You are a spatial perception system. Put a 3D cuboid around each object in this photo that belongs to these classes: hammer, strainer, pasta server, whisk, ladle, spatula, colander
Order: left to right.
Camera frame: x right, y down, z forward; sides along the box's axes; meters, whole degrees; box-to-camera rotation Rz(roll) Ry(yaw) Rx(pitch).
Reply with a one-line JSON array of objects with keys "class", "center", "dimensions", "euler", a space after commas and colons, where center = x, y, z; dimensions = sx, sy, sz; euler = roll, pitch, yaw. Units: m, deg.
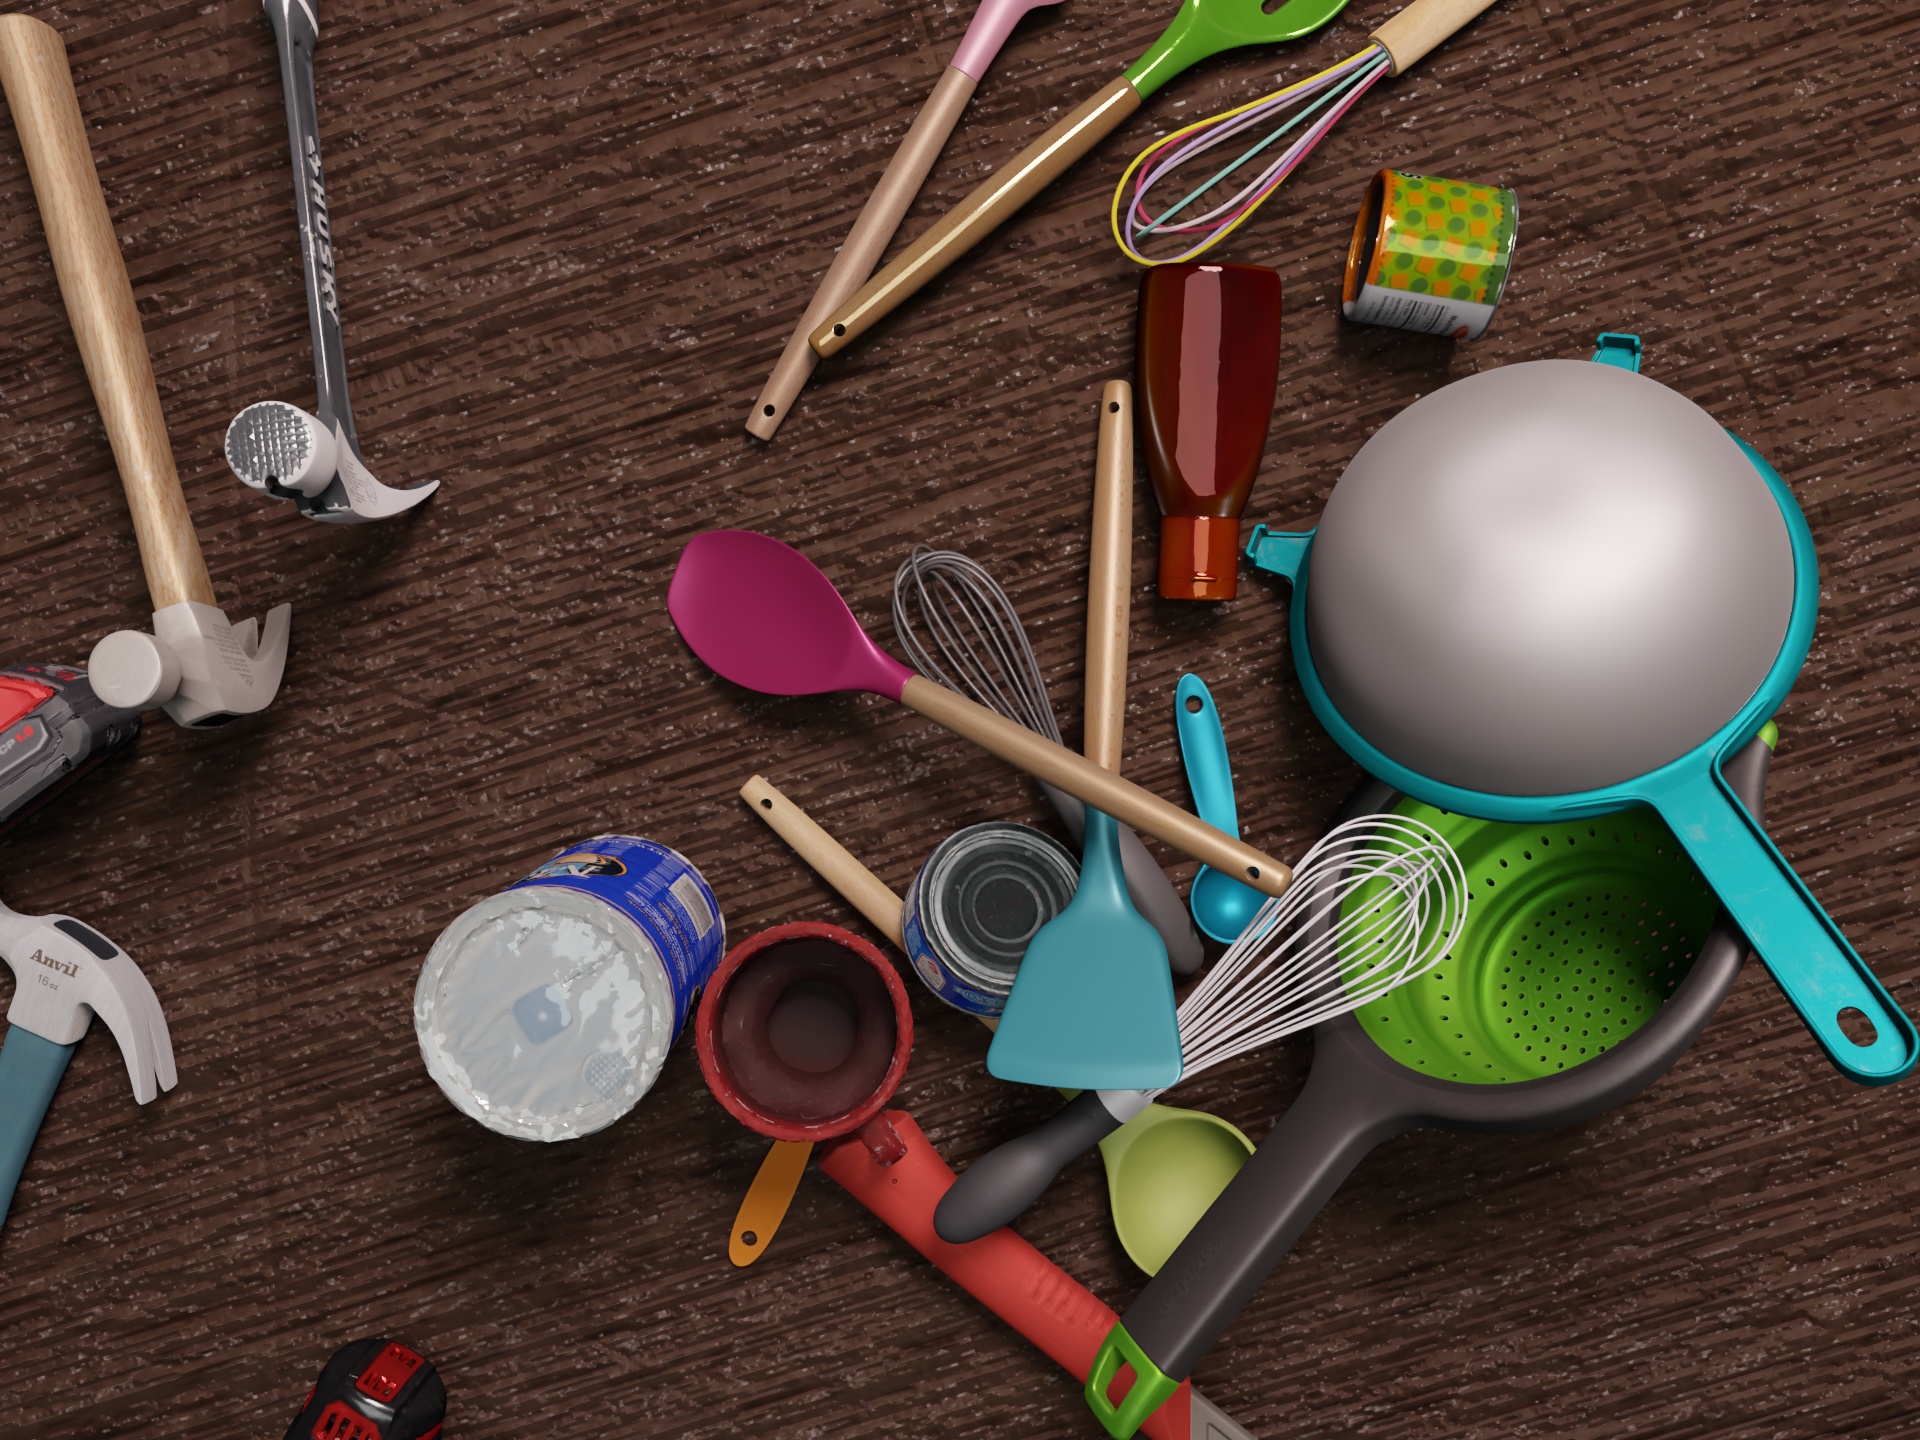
[{"class": "hammer", "center": [-0.481, 0.250, 0.765], "dimensions": [0.128, 0.033, 0.331], "euler": [23, 95, 0]}, {"class": "hammer", "center": [-0.369, -0.154, 0.701], "dimensions": [0.031, 0.130, 0.331], "euler": [-19, 83, 2]}, {"class": "hammer", "center": [-0.284, -0.283, 0.687], "dimensions": [0.036, 0.149, 0.409], "euler": [-8, 85, 1]}, {"class": "pasta server", "center": [-0.012, -0.266, 0.722], "dimensions": [0.060, 0.040, 0.316], "euler": [31, 98, -2]}, {"class": "ladle", "center": [0.017, 0.138, 0.739], "dimensions": [0.320, 0.062, 0.078], "euler": [43, 94, 0]}, {"class": "whisk", "center": [0.043, 0.021, 0.734], "dimensions": [0.055, 0.055, 0.239], "euler": [-34, 97, 3]}, {"class": "spatula", "center": [0.063, -0.002, 0.696], "dimensions": [0.082, 0.044, 0.318], "euler": [0, 79, 17]}, {"class": "hammer", "center": [0.074, 0.319, 0.762], "dimensions": [0.359, 0.037, 0.149], "euler": [39, 94, -3]}, {"class": "whisk", "center": [0.094, 0.140, 0.685], "dimensions": [0.284, 0.070, 0.070], "euler": [-40, 93, 13]}, {"class": "whisk", "center": [0.169, -0.286, 0.709], "dimensions": [0.245, 0.051, 0.047], "euler": [-36, 88, 0]}, {"class": "colander", "center": [0.205, 0.157, 0.689], "dimensions": [0.094, 0.205, 0.397], "euler": [40, 89, -34]}, {"class": "strainer", "center": [0.249, -0.023, 0.607], "dimensions": [0.211, 0.095, 0.341], "euler": [-29, 53, 9]}]

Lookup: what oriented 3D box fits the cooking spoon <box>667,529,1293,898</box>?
[{"class": "cooking spoon", "center": [-0.001, -0.002, 0.693], "dimensions": [0.319, 0.017, 0.068], "euler": [28, 101, 21]}]

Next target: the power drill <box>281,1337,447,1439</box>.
[{"class": "power drill", "center": [-0.233, 0.407, 0.755], "dimensions": [0.219, 0.078, 0.143], "euler": [30, 94, 1]}]

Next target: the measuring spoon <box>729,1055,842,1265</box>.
[{"class": "measuring spoon", "center": [-0.084, 0.213, 0.770], "dimensions": [0.021, 0.011, 0.117], "euler": [26, 98, 2]}]

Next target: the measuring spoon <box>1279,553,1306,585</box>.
[{"class": "measuring spoon", "center": [0.208, -0.051, 0.743], "dimensions": [0.124, 0.018, 0.034], "euler": [22, 97, 6]}]

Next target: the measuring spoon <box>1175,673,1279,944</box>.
[{"class": "measuring spoon", "center": [0.119, 0.041, 0.751], "dimensions": [0.042, 0.021, 0.128], "euler": [-11, 85, -3]}]

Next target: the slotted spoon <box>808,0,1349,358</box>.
[{"class": "slotted spoon", "center": [0.055, -0.267, 0.711], "dimensions": [0.314, 0.031, 0.070], "euler": [-40, 102, 2]}]

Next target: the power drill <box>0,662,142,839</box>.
[{"class": "power drill", "center": [-0.468, -0.062, 0.697], "dimensions": [0.188, 0.080, 0.226], "euler": [-39, 102, -6]}]
